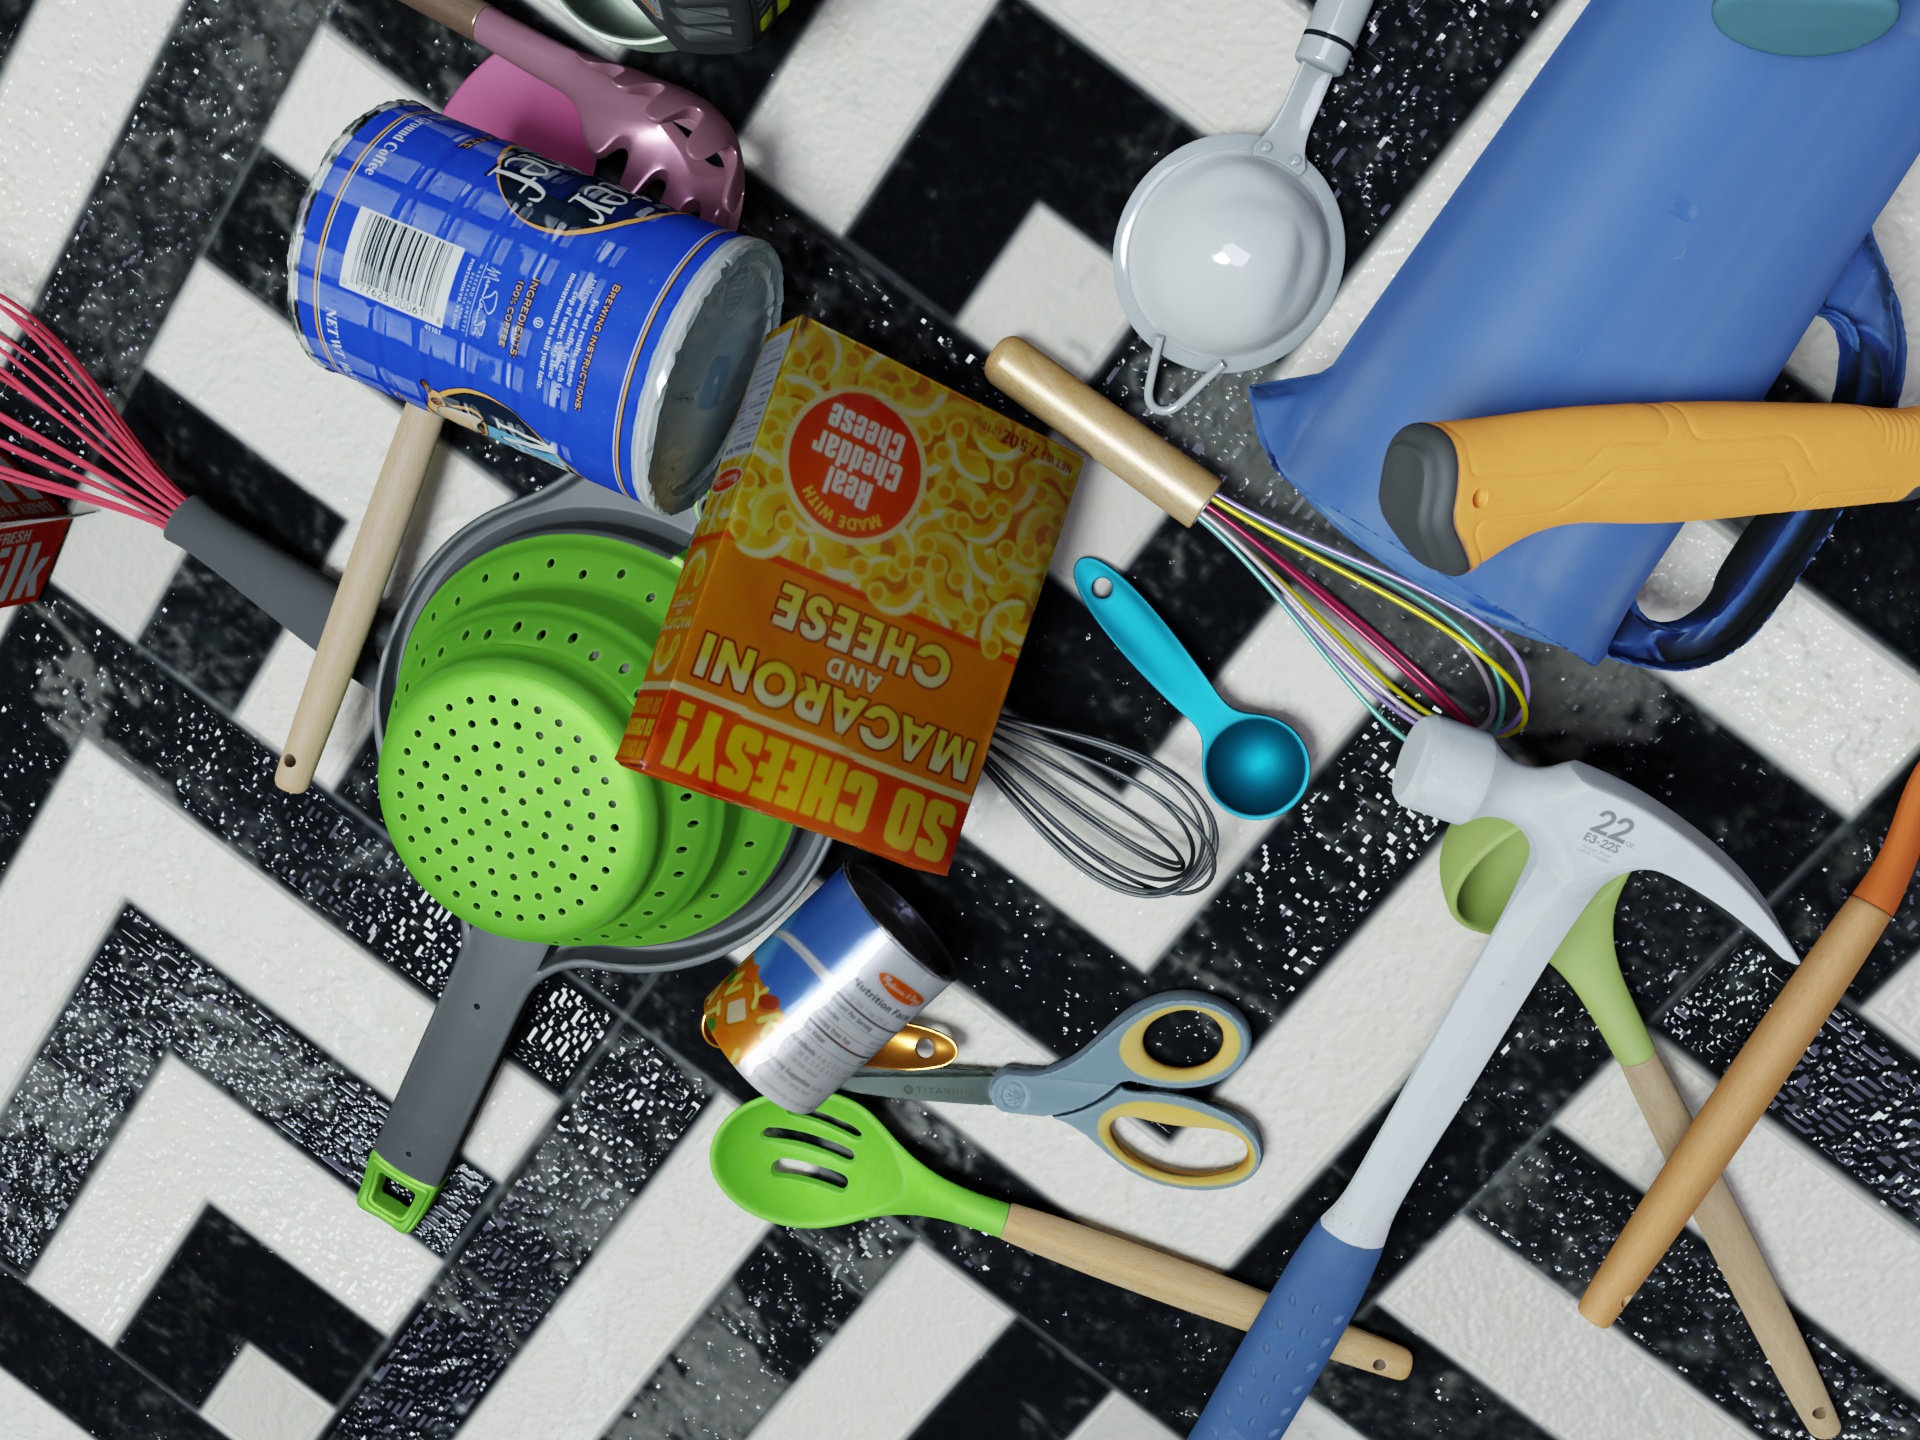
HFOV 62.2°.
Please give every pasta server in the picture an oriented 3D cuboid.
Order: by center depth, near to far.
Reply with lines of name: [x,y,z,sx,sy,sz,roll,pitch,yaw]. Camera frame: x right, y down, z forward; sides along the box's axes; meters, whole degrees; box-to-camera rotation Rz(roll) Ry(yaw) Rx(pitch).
pasta server: [-0.208,-0.274,0.605,0.316,0.060,0.040,32,62,7]

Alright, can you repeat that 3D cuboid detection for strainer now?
strainer: [0.125,-0.229,0.563,0.087,0.050,0.258,19,103,-11]

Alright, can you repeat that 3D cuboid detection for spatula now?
spatula: [0.324,0.092,0.575,0.081,0.041,0.322,25,99,-41]

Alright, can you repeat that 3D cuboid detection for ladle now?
ladle: [0.278,0.157,0.618,0.078,0.062,0.320,-28,99,11]

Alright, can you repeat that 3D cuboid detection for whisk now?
whisk: [0.109,-0.066,0.604,0.245,0.047,0.051,37,95,5]
whisk: [-0.001,-0.002,0.635,0.239,0.055,0.055,32,106,6]
whisk: [-0.345,-0.097,0.671,0.295,0.073,0.073,35,107,-6]

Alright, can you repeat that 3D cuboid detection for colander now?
colander: [-0.190,0.085,0.646,0.204,0.094,0.397,30,112,3]

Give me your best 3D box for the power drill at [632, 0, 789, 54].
power drill: [-0.042,-0.339,0.526,0.223,0.080,0.171,-43,94,-2]

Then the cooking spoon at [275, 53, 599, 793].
cooking spoon: [-0.221,-0.116,0.646,0.069,0.017,0.319,24,98,5]

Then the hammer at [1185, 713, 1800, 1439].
hammer: [0.163,0.194,0.619,0.144,0.035,0.405,20,116,1]

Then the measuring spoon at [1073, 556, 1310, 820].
measuring spoon: [0.090,-0.016,0.634,0.042,0.021,0.128,-41,84,17]

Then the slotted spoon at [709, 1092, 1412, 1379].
slotted spoon: [0.043,0.228,0.691,0.314,0.031,0.070,18,107,4]

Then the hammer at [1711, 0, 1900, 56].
hammer: [0.217,-0.344,0.459,0.128,0.033,0.331,-7,78,14]

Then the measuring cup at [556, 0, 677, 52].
measuring cup: [-0.125,-0.332,0.585,0.083,0.038,0.167,-10,99,12]

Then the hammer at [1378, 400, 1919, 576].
hammer: [0.278,-0.088,0.481,0.336,0.034,0.127,-6,115,-19]

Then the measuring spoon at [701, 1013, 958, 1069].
measuring spoon: [-0.057,0.137,0.691,0.117,0.011,0.021,3,85,14]
